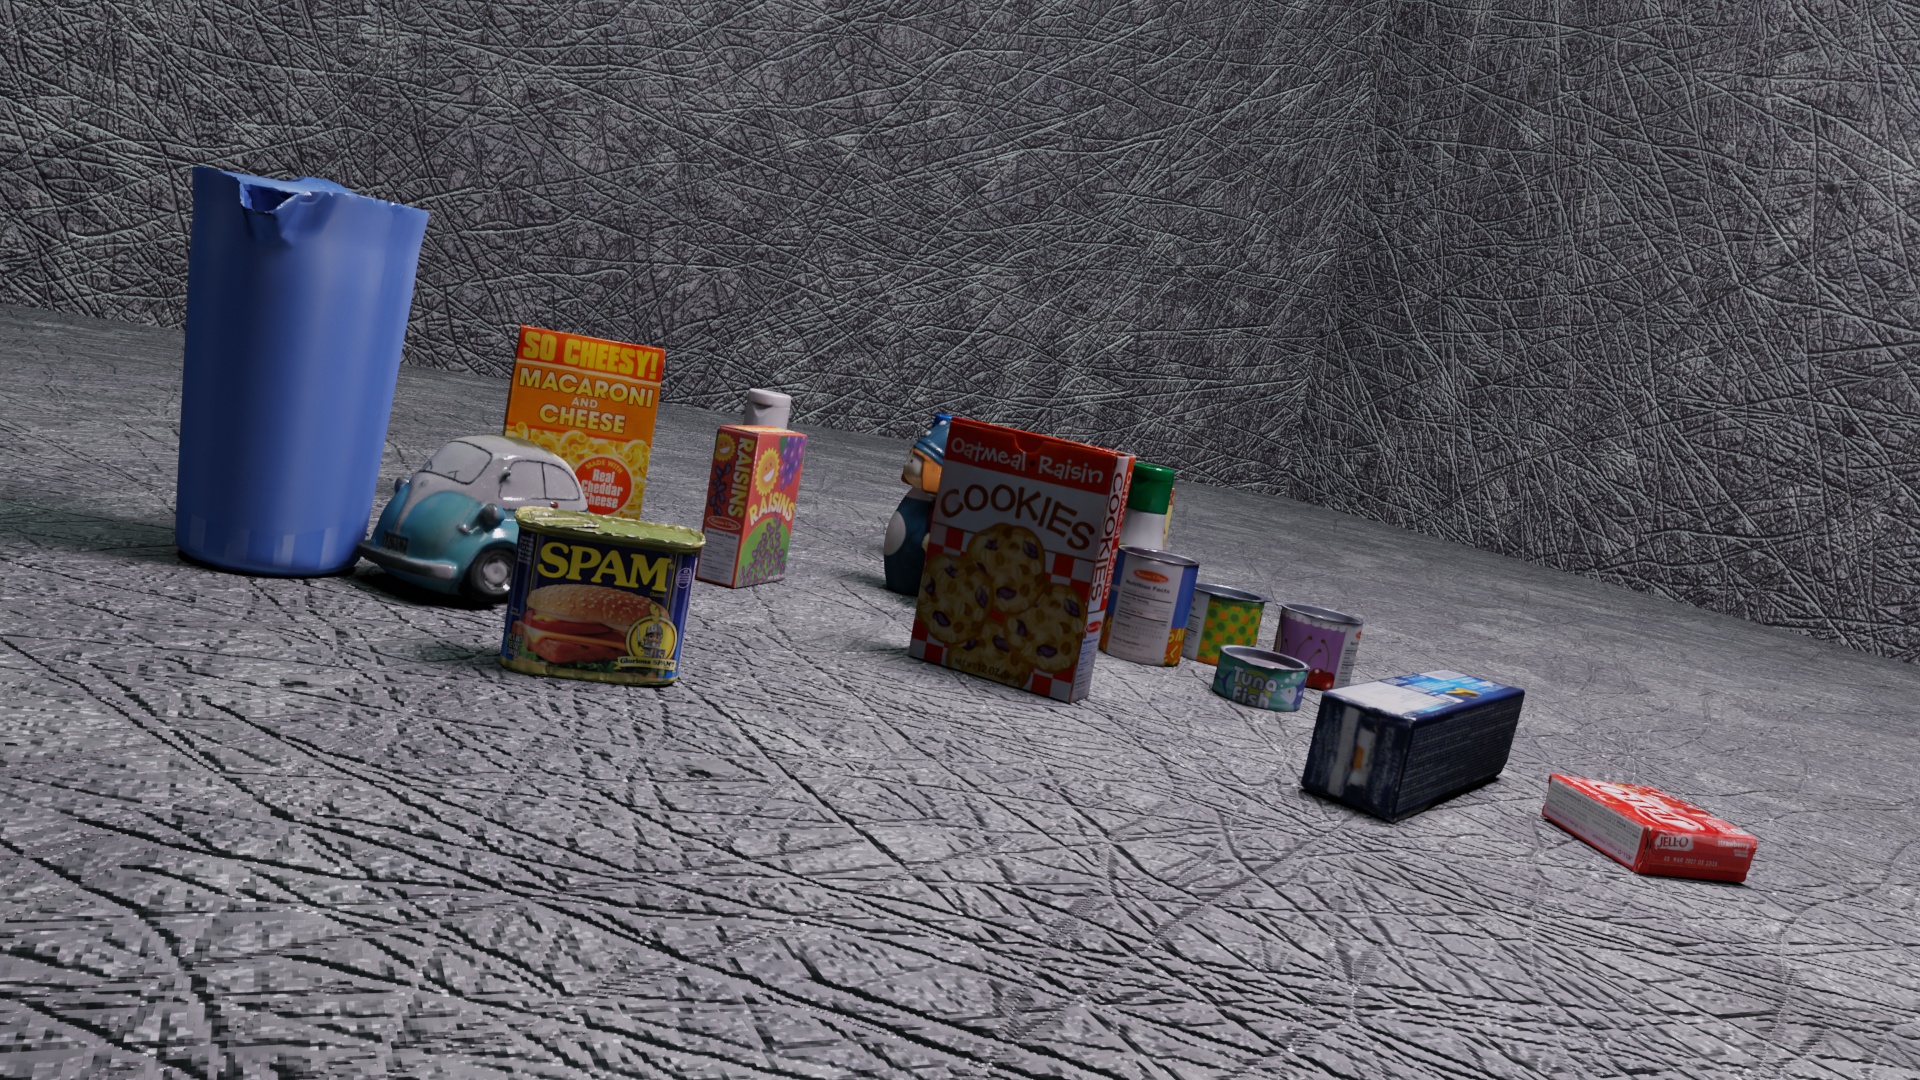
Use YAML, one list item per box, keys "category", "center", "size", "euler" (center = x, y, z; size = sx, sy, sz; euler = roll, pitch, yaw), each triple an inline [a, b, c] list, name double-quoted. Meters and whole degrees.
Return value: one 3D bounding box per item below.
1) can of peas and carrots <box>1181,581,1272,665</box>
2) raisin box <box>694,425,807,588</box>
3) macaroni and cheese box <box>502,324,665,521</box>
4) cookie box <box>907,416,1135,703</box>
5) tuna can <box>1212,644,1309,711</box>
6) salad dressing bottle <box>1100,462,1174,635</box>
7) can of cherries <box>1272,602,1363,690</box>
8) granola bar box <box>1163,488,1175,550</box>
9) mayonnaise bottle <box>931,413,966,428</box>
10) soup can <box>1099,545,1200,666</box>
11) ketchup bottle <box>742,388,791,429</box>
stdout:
- category: "can of peas and carrots"
  center: [0.217, 0.070, 1.150]
  size: [0.071, 0.058, 0.071]
  euler: [10, 7, -1]
- category: "raisin box"
  center: [-0.166, -0.029, 1.107]
  size: [0.040, 0.123, 0.086]
  euler: [13, 7, 20]
- category: "macaroni and cheese box"
  center: [-0.331, -0.094, 1.203]
  size: [0.124, 0.166, 0.040]
  euler: [8, 7, -19]
- category: "cookie box"
  center: [0.039, 0.011, 0.930]
  size: [0.123, 0.167, 0.040]
  euler: [14, 8, 25]
- category: "tuna can"
  center: [0.220, 0.101, 1.021]
  size: [0.071, 0.032, 0.071]
  euler: [10, 7, -1]
- category: "salad dressing bottle"
  center: [0.147, 0.010, 1.164]
  size: [0.064, 0.147, 0.044]
  euler: [17, 9, 40]
- category: "can of cherries"
  center: [0.286, 0.086, 1.131]
  size: [0.071, 0.058, 0.071]
  euler: [10, 7, -1]
- category: "granola bar box"
  center: [0.109, 0.000, 1.273]
  size: [0.166, 0.124, 0.039]
  euler: [7, 8, -27]
- category: "mayonnaise bottle"
  center: [-0.020, -0.049, 1.367]
  size: [0.041, 0.148, 0.065]
  euler: [12, 7, 10]
- category: "soup can"
  center: [0.150, 0.051, 1.103]
  size: [0.071, 0.083, 0.071]
  euler: [10, 7, -1]
- category: "ketchup bottle"
  center: [-0.174, -0.053, 1.181]
  size: [0.065, 0.148, 0.043]
  euler: [12, 7, 9]
